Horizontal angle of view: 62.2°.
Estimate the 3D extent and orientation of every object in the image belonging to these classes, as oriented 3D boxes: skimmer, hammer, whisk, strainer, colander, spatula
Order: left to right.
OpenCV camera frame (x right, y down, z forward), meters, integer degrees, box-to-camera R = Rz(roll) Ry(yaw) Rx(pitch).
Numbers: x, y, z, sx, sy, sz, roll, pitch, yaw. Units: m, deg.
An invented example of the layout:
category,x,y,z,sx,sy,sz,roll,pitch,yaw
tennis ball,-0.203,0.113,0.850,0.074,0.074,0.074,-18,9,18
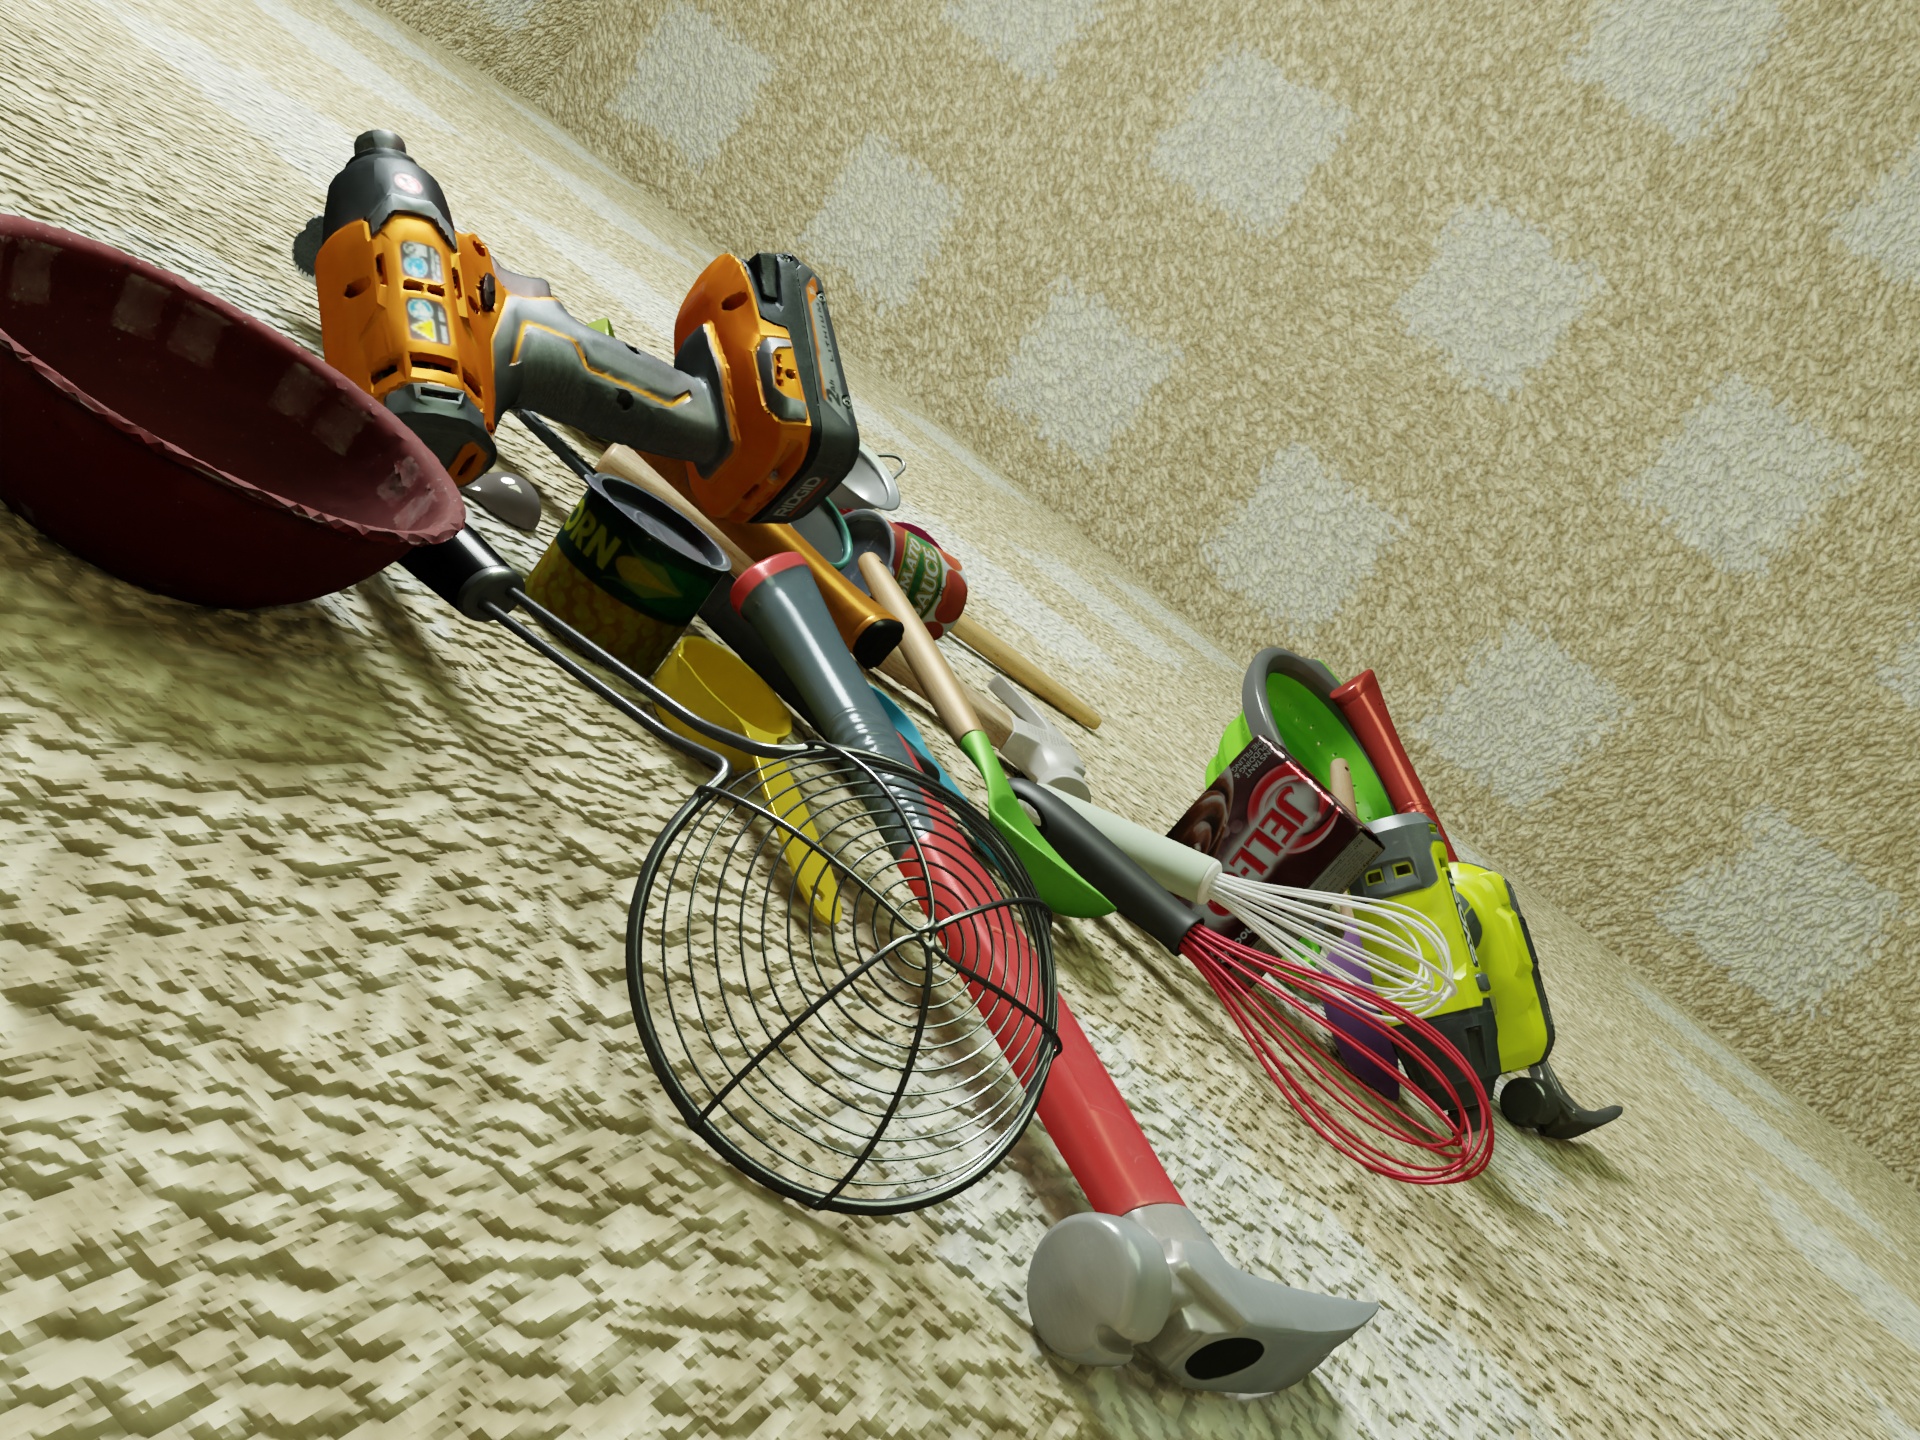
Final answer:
category,x,y,z,sx,sy,sz,roll,pitch,yaw
skimmer,-0.116,0.009,0.505,0.127,0.090,0.364,-24,42,-37
hammer,-0.161,-0.099,0.785,0.409,0.036,0.149,43,5,17
hammer,-0.161,-0.146,0.813,0.336,0.034,0.127,41,5,-14
strainer,-0.104,-0.168,1.027,0.087,0.050,0.258,52,17,12
hammer,-0.066,-0.056,0.921,0.331,0.031,0.130,34,13,-13
hammer,0.006,0.063,0.579,0.143,0.038,0.387,27,21,-43
whisk,0.125,0.116,0.764,0.296,0.073,0.073,37,11,25
whisk,0.134,0.086,0.811,0.246,0.058,0.059,24,-17,26
colander,0.225,0.086,1.118,0.204,0.094,0.397,50,29,-7
spatula,0.243,0.112,0.991,0.059,0.018,0.316,37,30,-12
hammer,0.355,0.122,1.134,0.149,0.036,0.359,18,44,-48

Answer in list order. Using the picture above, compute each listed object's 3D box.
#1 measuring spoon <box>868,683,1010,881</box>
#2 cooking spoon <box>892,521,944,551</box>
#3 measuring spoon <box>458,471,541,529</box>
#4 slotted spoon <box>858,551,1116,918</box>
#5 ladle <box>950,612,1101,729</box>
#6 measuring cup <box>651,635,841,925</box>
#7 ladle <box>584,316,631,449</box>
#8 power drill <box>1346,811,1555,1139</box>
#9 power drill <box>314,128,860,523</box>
category,x,y,z,sx,sy,sz,roll,pitch,yaw
measuring spoon,-0.015,0.035,0.776,0.129,0.021,0.042,52,12,23
cooking spoon,-0.102,-0.120,1.038,0.017,0.069,0.318,-9,-13,36
measuring spoon,-0.237,-0.122,0.706,0.124,0.018,0.034,30,14,-40
slotted spoon,-0.001,-0.003,0.822,0.070,0.031,0.314,39,14,-41
ladle,-0.015,-0.083,1.181,0.315,0.031,0.069,35,1,-19
measuring cup,-0.080,0.027,0.601,0.062,0.029,0.157,30,22,-43
ladle,-0.131,-0.154,1.053,0.319,0.062,0.078,32,28,-36
power drill,0.286,0.151,0.930,0.223,0.080,0.171,19,55,-62
power drill,-0.167,-0.172,0.703,0.226,0.084,0.164,2,65,-38
